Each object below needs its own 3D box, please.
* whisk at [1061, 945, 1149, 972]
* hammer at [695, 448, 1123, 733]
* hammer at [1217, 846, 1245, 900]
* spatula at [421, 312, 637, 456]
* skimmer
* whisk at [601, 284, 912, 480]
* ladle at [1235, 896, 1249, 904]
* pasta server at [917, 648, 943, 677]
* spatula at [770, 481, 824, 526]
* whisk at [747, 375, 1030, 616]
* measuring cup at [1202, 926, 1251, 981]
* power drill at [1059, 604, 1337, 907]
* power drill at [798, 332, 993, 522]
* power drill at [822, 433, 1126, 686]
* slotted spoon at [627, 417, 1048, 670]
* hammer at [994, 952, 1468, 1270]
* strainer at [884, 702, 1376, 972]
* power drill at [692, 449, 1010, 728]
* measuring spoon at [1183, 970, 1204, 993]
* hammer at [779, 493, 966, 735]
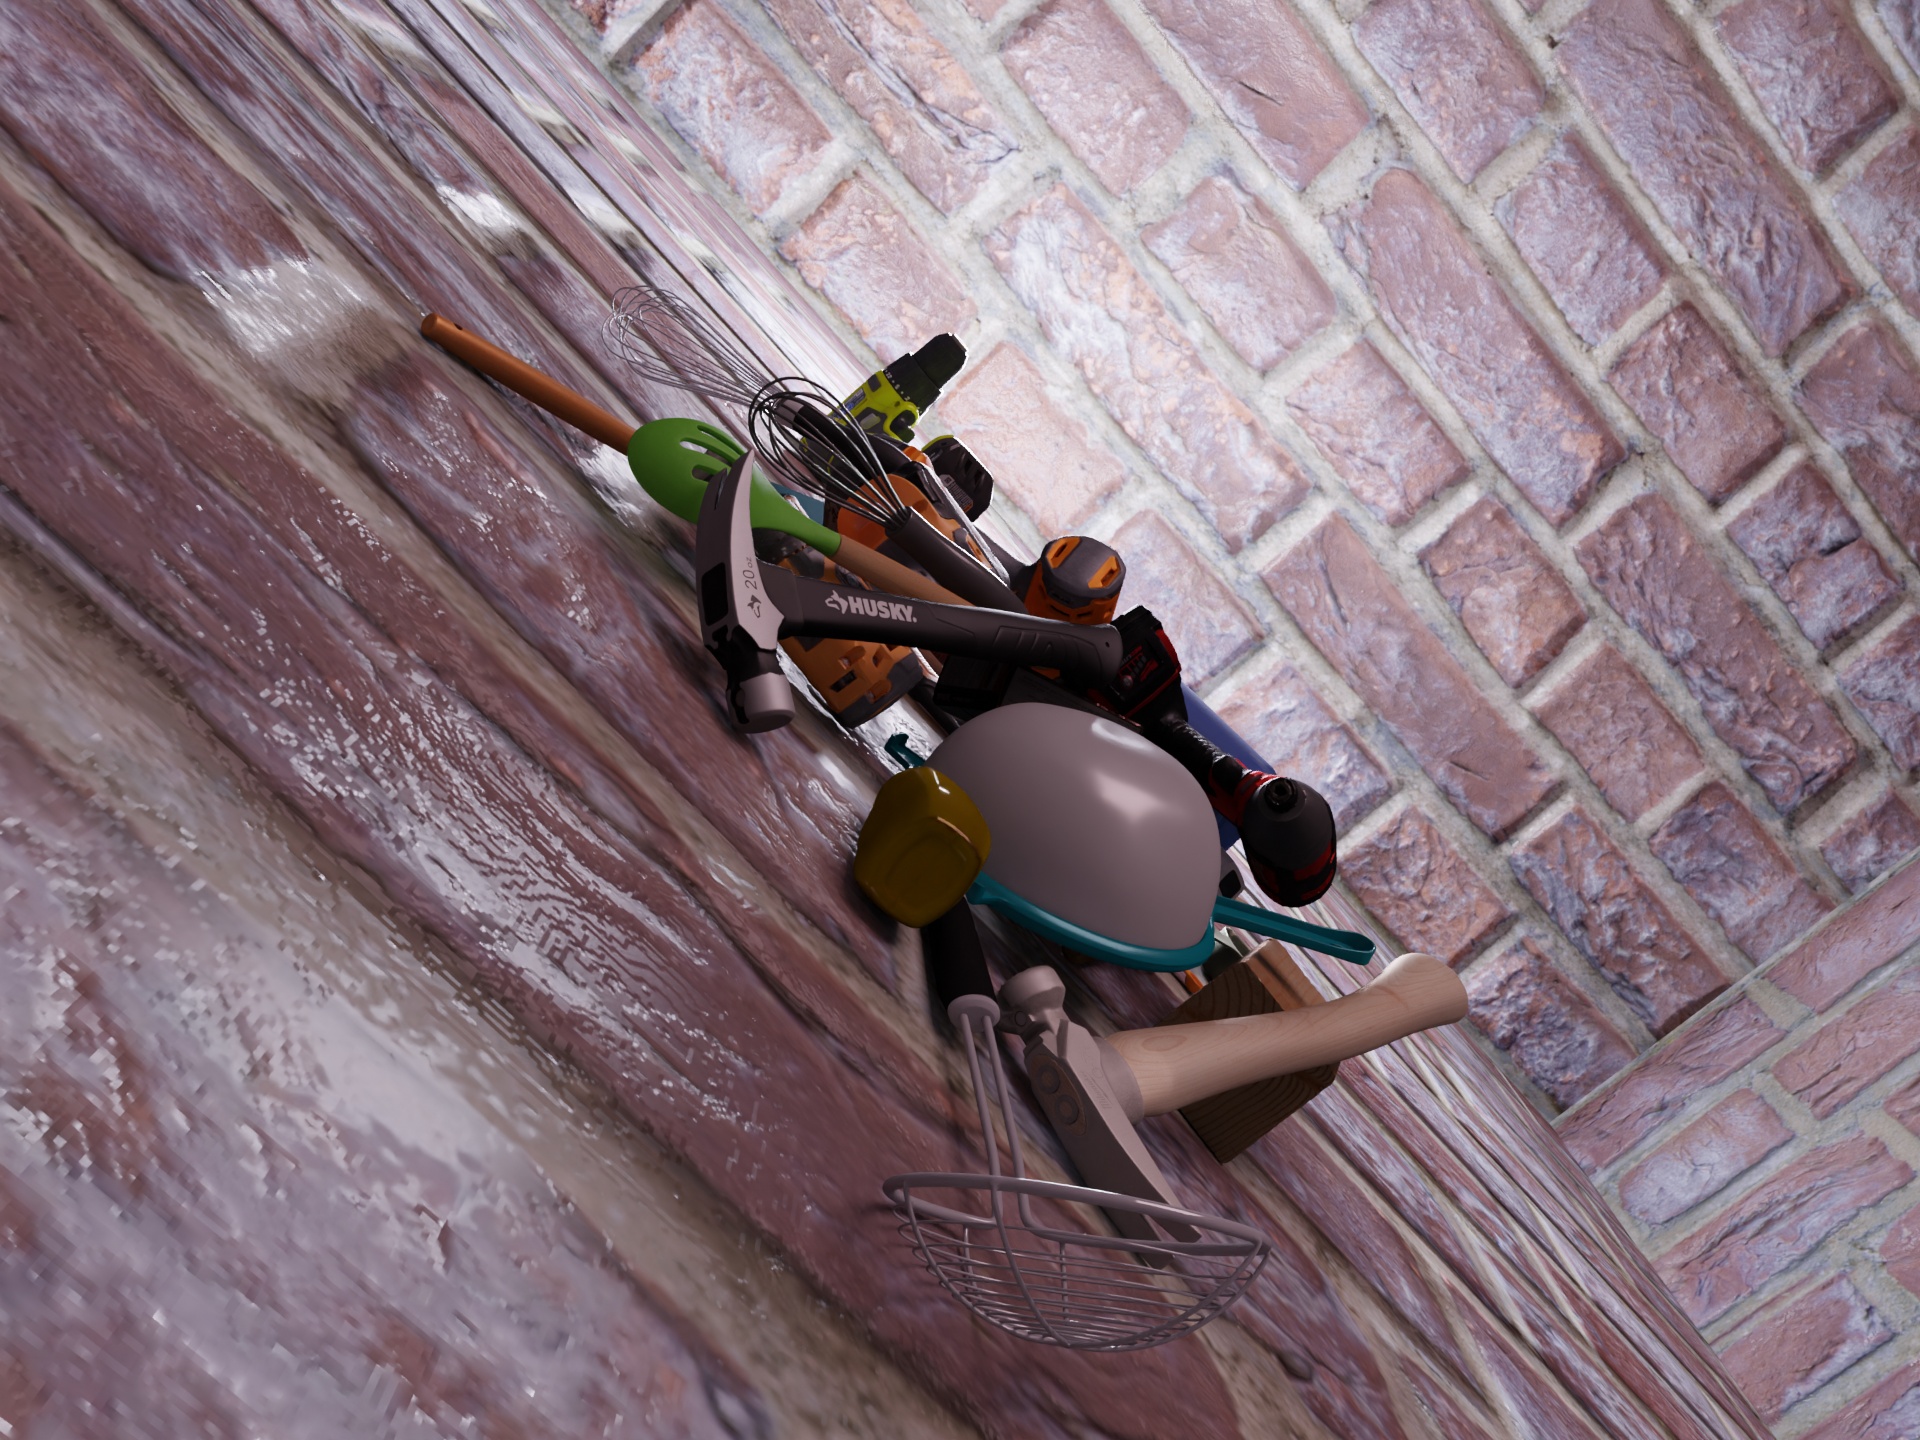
[{"bbox_3d":[0.119,0.152,1.098,0.047,0.051,0.245,58,15,16],"label":"whisk"},{"bbox_3d":[-0.014,-0.058,0.906,0.334,0.035,0.146,5,66,-49],"label":"hammer"},{"bbox_3d":[0.099,0.045,1.208,0.331,0.033,0.128,39,-13,49],"label":"hammer"},{"bbox_3d":[-0.197,-0.156,0.954,0.322,0.041,0.081,27,25,-54],"label":"spatula"},{"bbox_3d":[0.022,0.124,0.643,0.127,0.090,0.363,14,16,-11],"label":"skimmer"},{"bbox_3d":[-0.147,-0.238,1.161,0.285,0.070,0.070,32,5,16],"label":"whisk"},{"bbox_3d":[0.145,0.094,1.262,0.069,0.031,0.316,45,-5,-36],"label":"ladle"},{"bbox_3d":[-0.002,-0.004,1.214,0.316,0.040,0.060,49,9,25],"label":"pasta server"},{"bbox_3d":[-0.056,-0.103,1.360,0.317,0.044,0.082,46,9,-43],"label":"spatula"},{"bbox_3d":[-0.035,-0.122,0.964,0.238,0.055,0.055,39,14,-33],"label":"whisk"},{"bbox_3d":[0.213,0.199,1.338,0.167,0.038,0.083,37,16,-43],"label":"measuring cup"},{"bbox_3d":[0.172,0.026,1.106,0.220,0.078,0.143,47,-7,30],"label":"power drill"},{"bbox_3d":[-0.050,-0.259,1.498,0.080,0.190,0.229,41,17,-39],"label":"power drill"},{"bbox_3d":[0.007,-0.101,1.191,0.226,0.084,0.164,30,-37,15],"label":"power drill"},{"bbox_3d":[-0.055,-0.093,0.928,0.313,0.031,0.070,27,48,-37],"label":"slotted spoon"},{"bbox_3d":[0.187,0.185,0.878,0.410,0.038,0.146,1,48,-48],"label":"hammer"},{"bbox_3d":[0.129,0.068,0.954,0.340,0.095,0.211,19,18,-22],"label":"strainer"},{"bbox_3d":[-0.070,-0.106,1.018,0.185,0.084,0.226,54,27,-2],"label":"power drill"},{"bbox_3d":[0.147,0.172,1.239,0.117,0.011,0.021,45,10,-3],"label":"measuring spoon"},{"bbox_3d":[-0.031,-0.037,1.125,0.337,0.034,0.127,50,26,18],"label":"hammer"}]
